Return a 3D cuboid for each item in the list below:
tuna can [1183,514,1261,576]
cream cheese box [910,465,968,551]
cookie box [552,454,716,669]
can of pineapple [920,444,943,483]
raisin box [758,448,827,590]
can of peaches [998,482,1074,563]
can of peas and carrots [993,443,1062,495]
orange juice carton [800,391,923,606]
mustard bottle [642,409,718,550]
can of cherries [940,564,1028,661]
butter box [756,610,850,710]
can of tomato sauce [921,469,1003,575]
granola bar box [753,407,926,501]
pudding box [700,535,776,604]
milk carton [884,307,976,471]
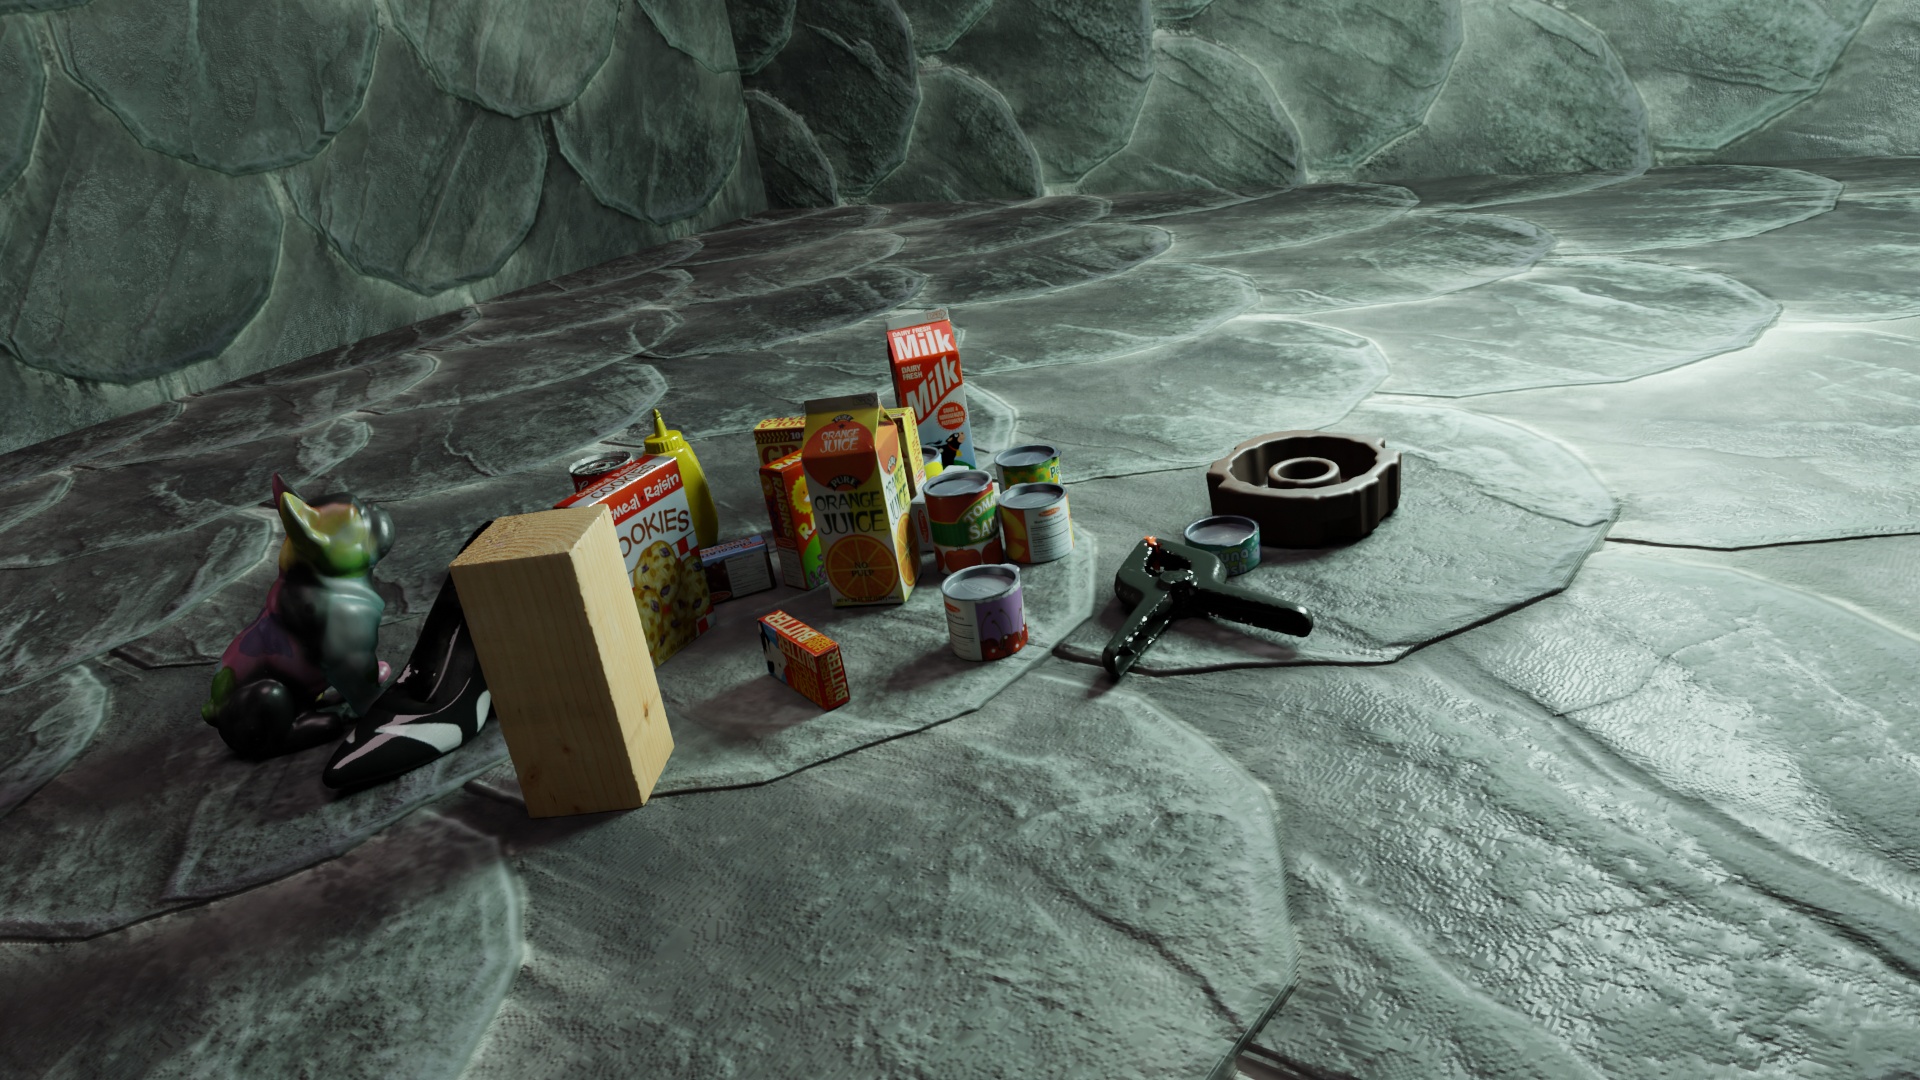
[{"bbox_3d":[0.233,0.005,1.228,0.071,0.032,0.071,-8,22,3],"label":"tuna can"},{"bbox_3d":[-0.017,-0.033,1.402,0.024,0.053,0.104,0,24,24],"label":"cream cheese box"},{"bbox_3d":[-0.284,0.024,1.223,0.040,0.166,0.123,3,25,29],"label":"cookie box"},{"bbox_3d":[-0.048,-0.063,1.484,0.071,0.057,0.071,-9,22,4],"label":"can of pineapple"},{"bbox_3d":[-0.140,-0.026,1.342,0.040,0.123,0.086,12,30,44],"label":"raisin box"},{"bbox_3d":[0.072,-0.018,1.320,0.071,0.057,0.071,-9,22,4],"label":"can of peaches"},{"bbox_3d":[0.073,-0.062,1.426,0.071,0.058,0.071,-9,22,4],"label":"can of peas and carrots"},{"bbox_3d":[-0.091,-0.041,1.266,0.072,0.192,0.073,-4,22,15],"label":"orange juice carton"},{"bbox_3d":[-0.299,-0.063,1.454,0.049,0.159,0.065,11,29,42],"label":"mustard bottle"},{"bbox_3d":[0.023,0.059,1.151,0.071,0.058,0.072,-9,22,4],"label":"can of cherries"},{"bbox_3d":[-0.128,0.097,1.130,0.024,0.053,0.103,-22,25,-29],"label":"butter box"},{"bbox_3d":[0.005,-0.016,1.311,0.071,0.082,0.071,-9,22,4],"label":"can of tomato sauce"},{"bbox_3d":[-0.122,-0.069,1.440,0.165,0.123,0.039,-4,22,15],"label":"granola bar box"},{"bbox_3d":[-0.225,0.030,1.340,0.084,0.049,0.030,-16,22,-14],"label":"pudding box"},{"bbox_3d":[-0.034,-0.159,1.535,0.072,0.189,0.073,-12,22,-6],"label":"milk carton"}]
